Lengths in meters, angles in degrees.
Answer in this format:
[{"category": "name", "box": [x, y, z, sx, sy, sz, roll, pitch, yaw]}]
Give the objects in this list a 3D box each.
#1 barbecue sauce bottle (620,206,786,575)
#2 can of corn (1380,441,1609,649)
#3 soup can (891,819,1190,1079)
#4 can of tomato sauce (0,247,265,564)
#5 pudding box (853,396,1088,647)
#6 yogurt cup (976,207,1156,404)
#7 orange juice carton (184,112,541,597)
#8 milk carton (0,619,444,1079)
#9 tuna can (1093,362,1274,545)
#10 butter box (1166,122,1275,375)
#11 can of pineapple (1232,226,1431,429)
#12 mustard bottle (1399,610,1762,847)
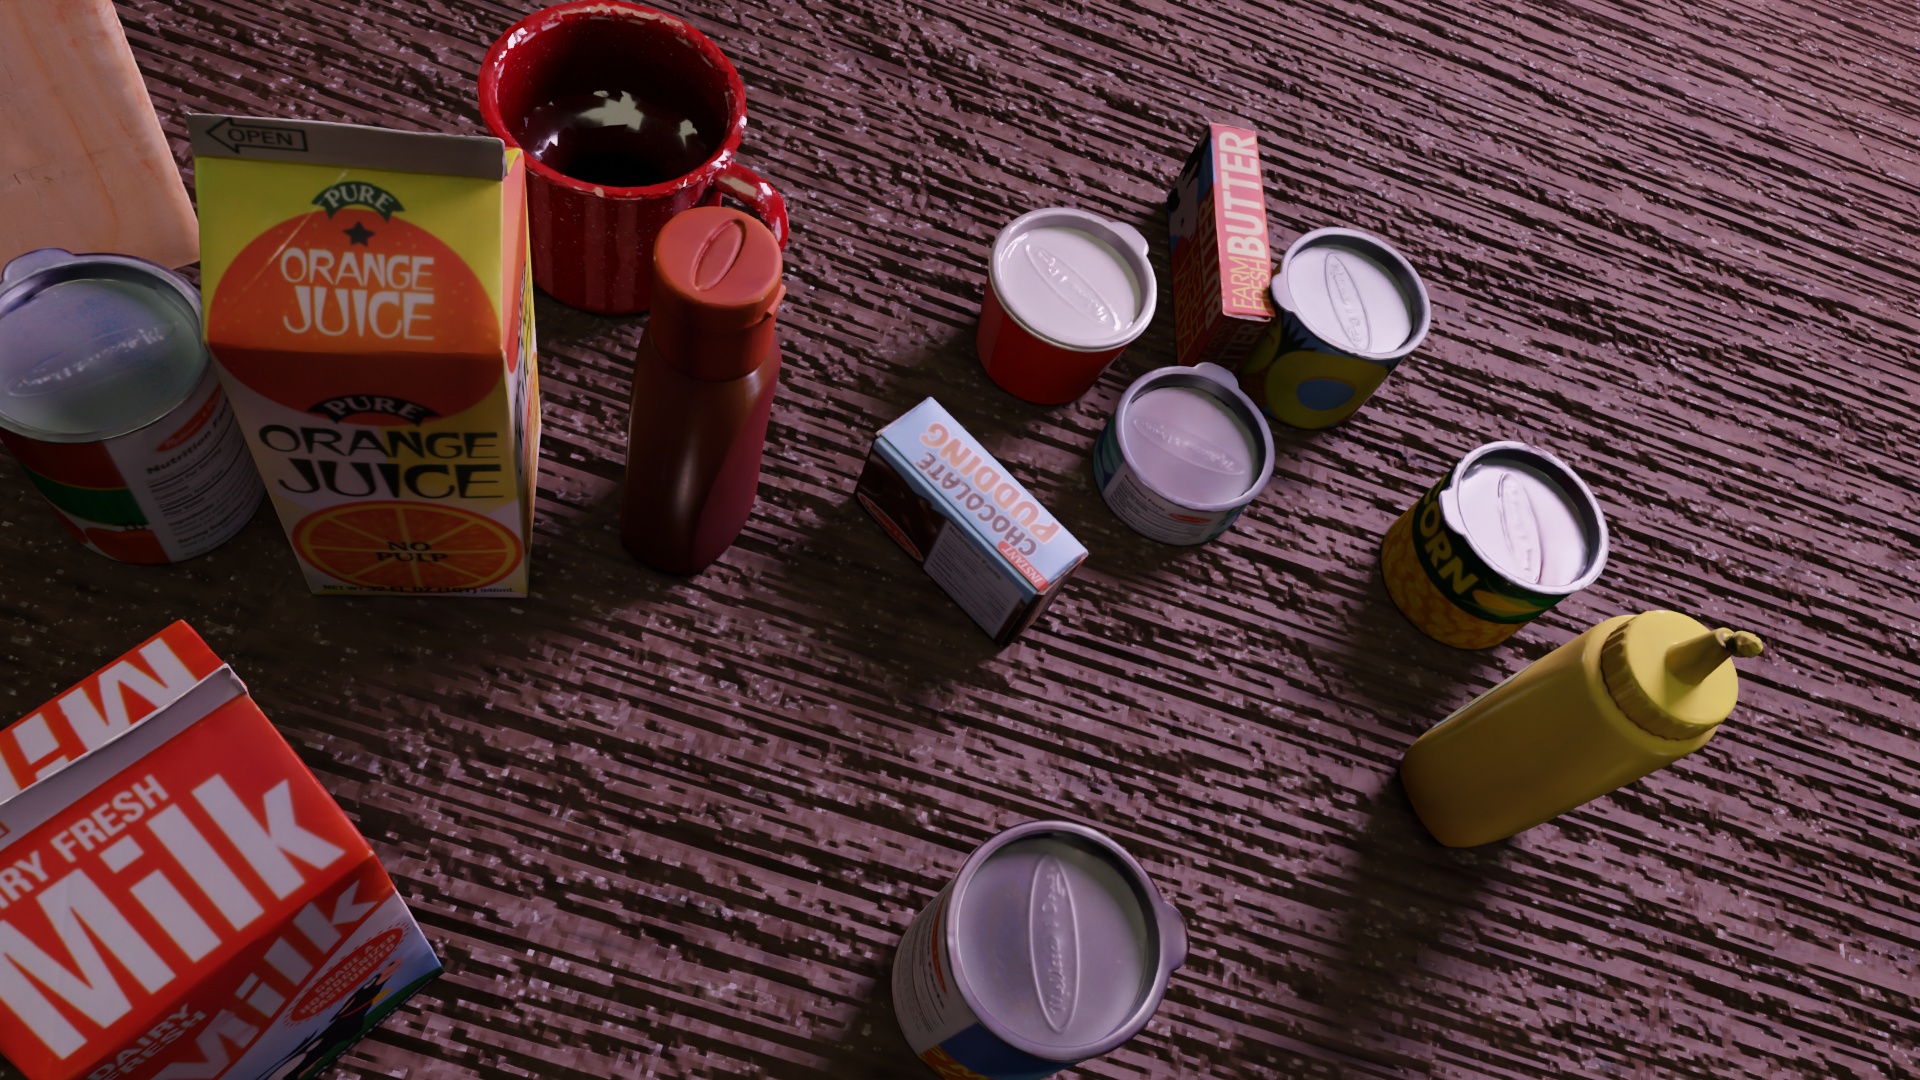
[{"category": "barbecue sauce bottle", "box": [-0.083, -0.046, 0.450, 0.044, 0.147, 0.065, 24, 60, -2]}, {"category": "can of corn", "box": [0.208, 0.003, 0.552, 0.071, 0.058, 0.071, 6, 62, -12]}, {"category": "soup can", "box": [0.021, 0.129, 0.422, 0.071, 0.083, 0.071, 6, 62, -12]}, {"category": "can of tomato sauce", "box": [-0.263, -0.040, 0.437, 0.071, 0.082, 0.071, 6, 62, -12]}, {"category": "pudding box", "box": [0.002, -0.006, 0.508, 0.084, 0.049, 0.030, 45, 61, 10]}, {"category": "yogurt cup", "box": [0.039, -0.091, 0.560, 0.072, 0.053, 0.073, 6, 62, -12]}, {"category": "orange juice carton", "box": [-0.165, -0.055, 0.407, 0.072, 0.191, 0.073, 2, 63, -14]}, {"category": "milk carton", "box": [-0.184, 0.084, 0.330, 0.073, 0.189, 0.072, 45, 62, 11]}, {"category": "tuna can", "box": [0.089, -0.035, 0.556, 0.071, 0.032, 0.071, 6, 62, -12]}, {"category": "butter box", "box": [0.110, -0.122, 0.596, 0.024, 0.053, 0.104, 7, 61, -11]}, {"category": "can of pineapple", "box": [0.152, -0.089, 0.587, 0.071, 0.057, 0.071, 6, 62, -12]}, {"category": "mustard bottle", "box": [0.209, 0.059, 0.464, 0.065, 0.159, 0.049, -19, 69, -23]}]
